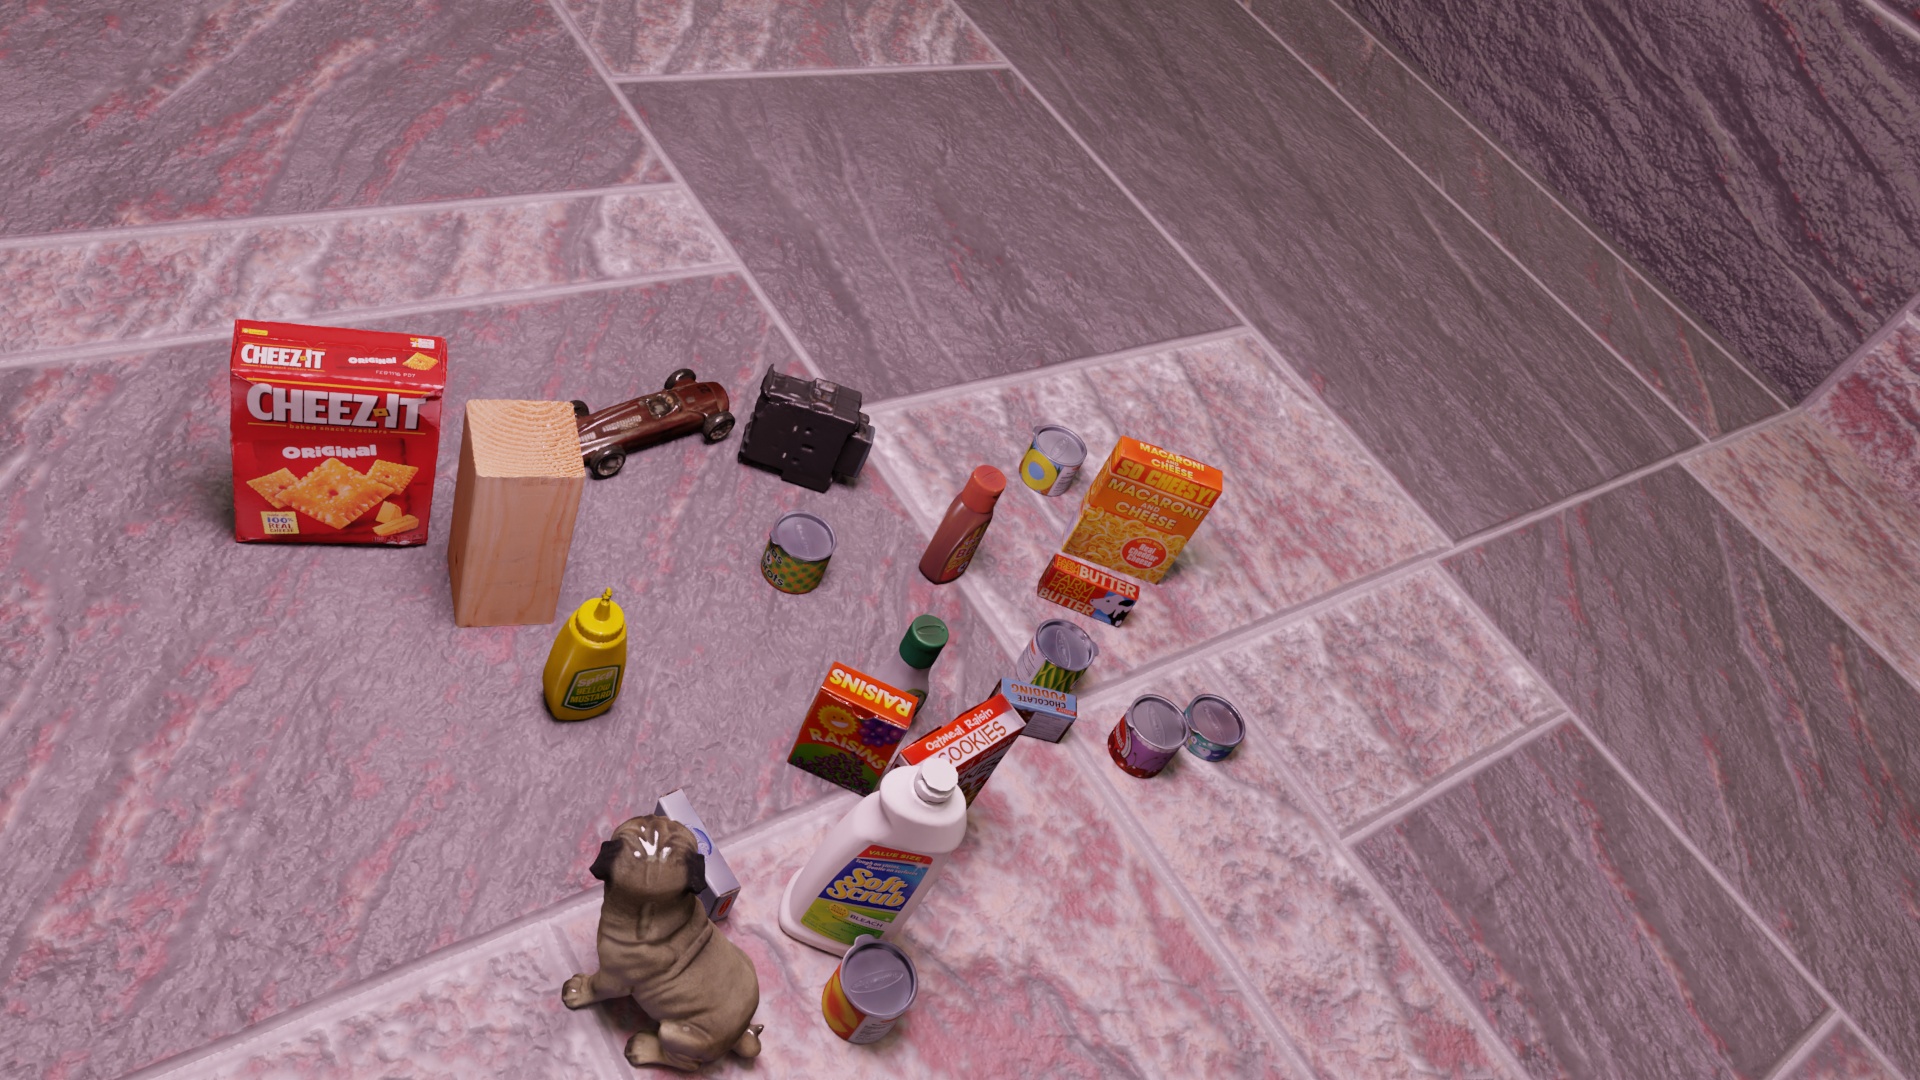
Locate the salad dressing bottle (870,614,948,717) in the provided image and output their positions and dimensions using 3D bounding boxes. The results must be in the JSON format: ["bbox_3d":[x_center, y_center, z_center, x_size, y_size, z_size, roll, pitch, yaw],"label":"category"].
[{"bbox_3d":[-0.052,0.127,1.304,0.064,0.146,0.044,-3,52,-28],"label":"salad dressing bottle"}]

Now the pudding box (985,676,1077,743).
[{"bbox_3d":[0.070,0.170,1.394,0.084,0.049,0.030,15,45,-13],"label":"pudding box"}]

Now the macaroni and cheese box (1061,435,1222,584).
[{"bbox_3d":[0.202,-0.033,1.561,0.124,0.165,0.040,19,45,-9],"label":"macaroni and cheese box"}]

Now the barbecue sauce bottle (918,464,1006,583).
[{"bbox_3d":[0.005,-0.018,1.465,0.044,0.147,0.065,44,46,16],"label":"barbecue sauce bottle"}]

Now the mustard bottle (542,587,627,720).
[{"bbox_3d":[-0.319,0.094,1.196,0.065,0.159,0.049,-9,55,-32],"label":"mustard bottle"}]

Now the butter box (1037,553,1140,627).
[{"bbox_3d":[0.140,0.055,1.531,0.103,0.052,0.024,22,44,-6],"label":"butter box"}]

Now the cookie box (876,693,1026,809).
[{"bbox_3d":[-0.024,0.216,1.222,0.123,0.166,0.040,-25,65,-40],"label":"cookie box"}]

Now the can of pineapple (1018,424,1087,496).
[{"bbox_3d":[0.108,-0.096,1.652,0.071,0.057,0.071,14,46,-14],"label":"can of pineapple"}]

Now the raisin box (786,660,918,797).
[{"bbox_3d":[-0.099,0.172,1.257,0.086,0.122,0.040,26,44,-3],"label":"raisin box"}]

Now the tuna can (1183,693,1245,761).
[{"bbox_3d":[0.264,0.199,1.473,0.071,0.032,0.071,14,46,-14],"label":"tuna can"}]

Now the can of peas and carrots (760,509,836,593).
[{"bbox_3d":[-0.168,0.013,1.417,0.071,0.058,0.071,14,46,-14],"label":"can of peas and carrots"}]

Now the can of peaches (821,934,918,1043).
[{"bbox_3d":[-0.075,0.367,1.136,0.071,0.057,0.071,14,46,-14],"label":"can of peaches"}]

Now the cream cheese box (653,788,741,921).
[{"bbox_3d":[-0.224,0.264,1.162,0.024,0.053,0.104,-19,60,-37],"label":"cream cheese box"}]

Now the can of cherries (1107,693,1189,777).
[{"bbox_3d":[0.189,0.199,1.418,0.071,0.058,0.072,14,46,-14],"label":"can of cherries"}]

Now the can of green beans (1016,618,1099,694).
[{"bbox_3d":[0.098,0.124,1.444,0.071,0.057,0.071,14,46,-14],"label":"can of green beans"}]
